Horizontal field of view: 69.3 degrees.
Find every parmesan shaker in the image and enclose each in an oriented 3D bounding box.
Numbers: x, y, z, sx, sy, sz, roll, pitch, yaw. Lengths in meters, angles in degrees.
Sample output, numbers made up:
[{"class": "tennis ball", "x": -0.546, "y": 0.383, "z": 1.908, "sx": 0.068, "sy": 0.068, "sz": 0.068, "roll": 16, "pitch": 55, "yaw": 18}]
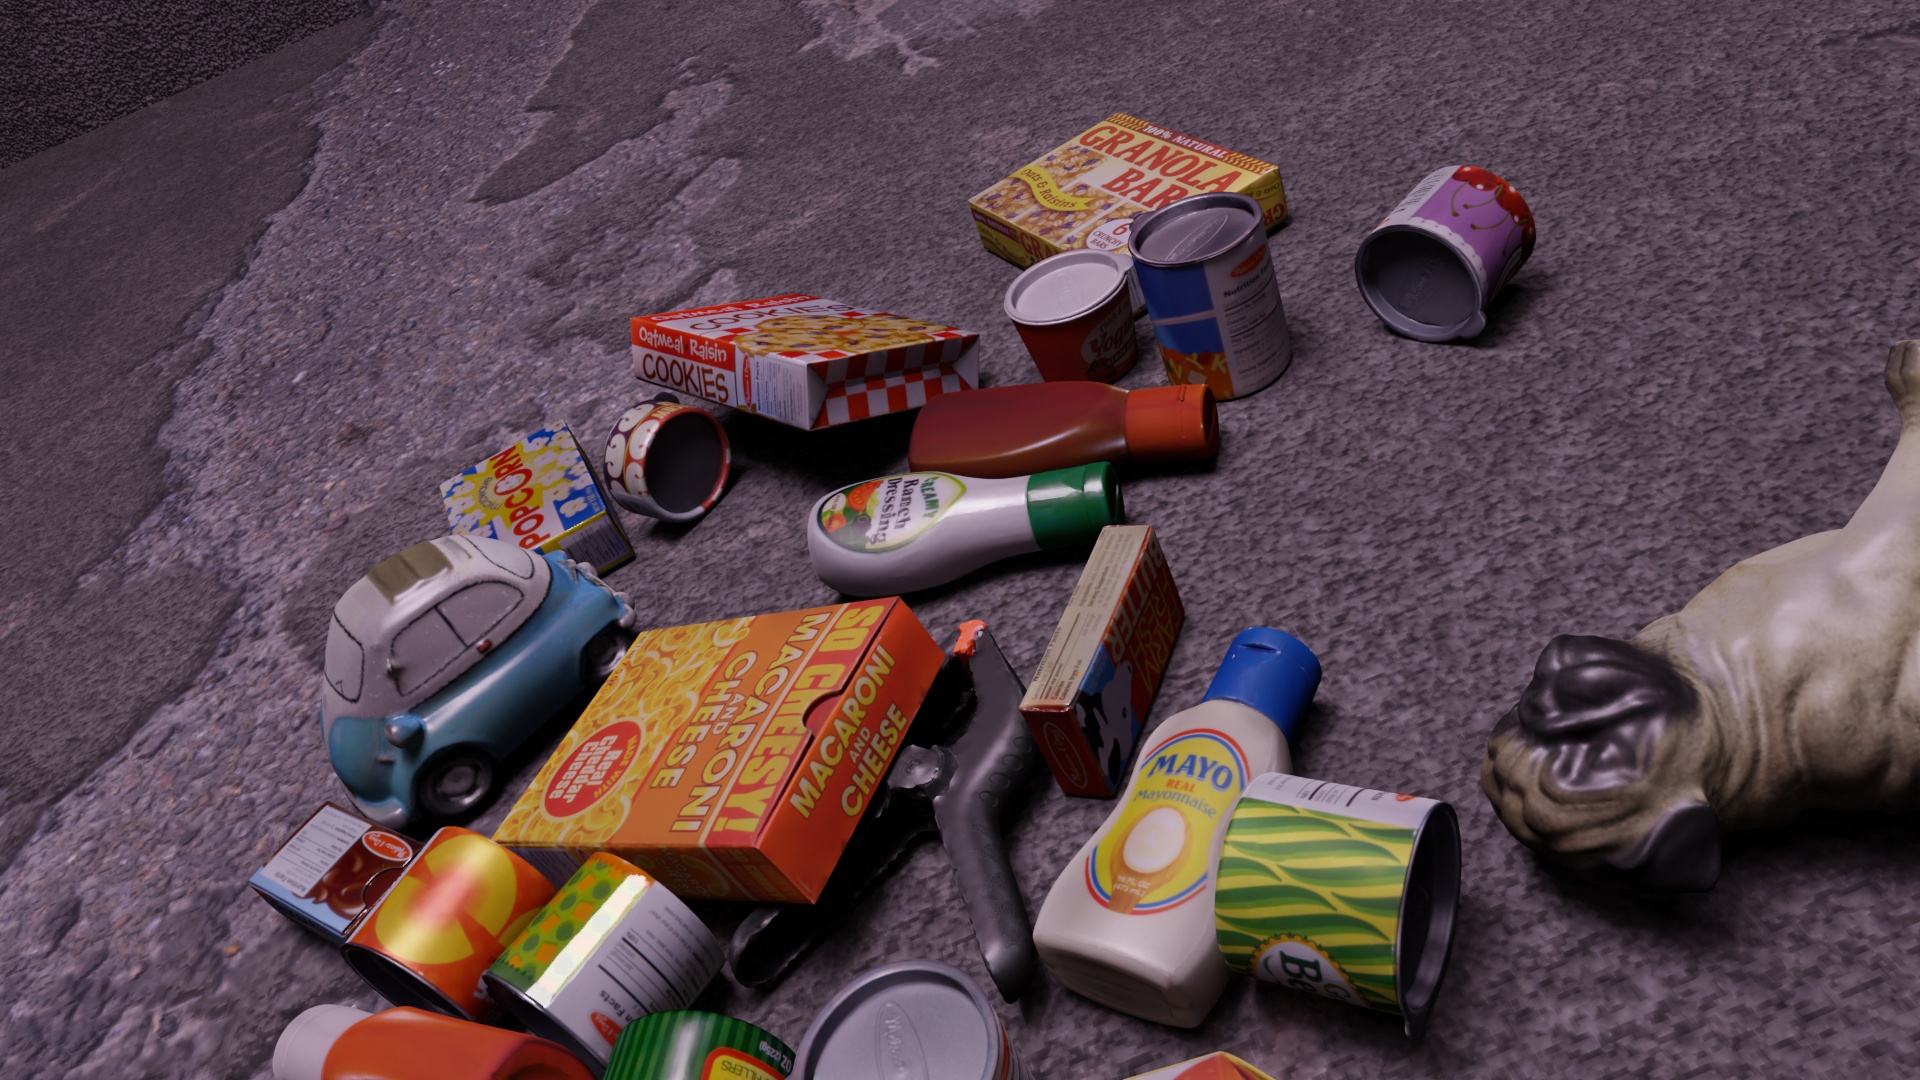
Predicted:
[{"class": "parmesan shaker", "x": -0.090, "y": 0.205, "z": 0.424, "sx": 0.071, "sy": 0.071, "sz": 0.103, "roll": -10, "pitch": 39, "yaw": 17}]

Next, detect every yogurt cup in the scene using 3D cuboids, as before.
[{"class": "yogurt cup", "x": 0.063, "y": -0.117, "z": 0.751, "sx": 0.072, "sy": 0.053, "sz": 0.073, "roll": -15, "pitch": 38, "yaw": 12}]

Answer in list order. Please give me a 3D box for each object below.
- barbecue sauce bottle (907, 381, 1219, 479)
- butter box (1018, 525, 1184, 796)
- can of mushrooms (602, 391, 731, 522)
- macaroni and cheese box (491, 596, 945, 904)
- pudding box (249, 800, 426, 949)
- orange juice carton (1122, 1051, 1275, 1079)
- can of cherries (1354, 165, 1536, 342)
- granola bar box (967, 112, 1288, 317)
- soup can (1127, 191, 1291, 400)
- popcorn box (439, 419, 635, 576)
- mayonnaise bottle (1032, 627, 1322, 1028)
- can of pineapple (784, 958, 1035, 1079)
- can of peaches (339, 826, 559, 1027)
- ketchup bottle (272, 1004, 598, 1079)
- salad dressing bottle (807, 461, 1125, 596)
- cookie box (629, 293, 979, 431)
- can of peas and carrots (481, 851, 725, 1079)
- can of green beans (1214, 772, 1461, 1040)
[{"class": "barbecue sauce bottle", "x": 0.051, "y": -0.053, "z": 0.688, "sx": 0.148, "sy": 0.043, "sz": 0.065, "roll": -4, "pitch": 41, "yaw": 23}, {"class": "butter box", "x": 0.059, "y": 0.046, "z": 0.555, "sx": 0.024, "sy": 0.053, "sz": 0.104, "roll": -1, "pitch": 42, "yaw": 32}, {"class": "can of mushrooms", "x": -0.162, "y": -0.046, "z": 0.772, "sx": 0.033, "sy": 0.070, "sz": 0.071, "roll": 13, "pitch": 50, "yaw": 37}, {"class": "macaroni and cheese box", "x": -0.102, "y": 0.086, "z": 0.573, "sx": 0.166, "sy": 0.040, "sz": 0.124, "roll": -10, "pitch": 37, "yaw": 39}, {"class": "pudding box", "x": -0.272, "y": 0.153, "z": 0.620, "sx": 0.084, "sy": 0.030, "sz": 0.050, "roll": 9, "pitch": 47, "yaw": 36}, {"class": "orange juice carton", "x": 0.034, "y": 0.199, "z": 0.366, "sx": 0.193, "sy": 0.071, "sz": 0.073, "roll": -19, "pitch": 38, "yaw": 6}, {"class": "can of cherries", "x": 0.238, "y": -0.138, "z": 0.678, "sx": 0.071, "sy": 0.071, "sz": 0.058, "roll": 19, "pitch": 53, "yaw": 42}, {"class": "granola bar box", "x": 0.098, "y": -0.201, "z": 0.848, "sx": 0.124, "sy": 0.039, "sz": 0.166, "roll": -33, "pitch": 38, "yaw": -11}, {"class": "soup can", "x": 0.125, "y": -0.123, "z": 0.701, "sx": 0.071, "sy": 0.083, "sz": 0.072, "roll": -15, "pitch": 37, "yaw": 12}, {"class": "popcorn box", "x": -0.246, "y": -0.012, "z": 0.800, "sx": 0.085, "sy": 0.038, "sz": 0.127, "roll": -31, "pitch": 37, "yaw": -8}, {"class": "mayonnaise bottle", "x": 0.085, "y": 0.095, "z": 0.491, "sx": 0.065, "sy": 0.041, "sz": 0.149, "roll": 7, "pitch": 47, "yaw": 36}, {"class": "can of pineapple", "x": -0.013, "y": 0.175, "z": 0.431, "sx": 0.071, "sy": 0.057, "sz": 0.071, "roll": -15, "pitch": 37, "yaw": 12}, {"class": "can of peaches", "x": -0.195, "y": 0.156, "z": 0.547, "sx": 0.071, "sy": 0.071, "sz": 0.058, "roll": 4, "pitch": 44, "yaw": 32}, {"class": "ketchup bottle", "x": -0.194, "y": 0.196, "z": 0.502, "sx": 0.148, "sy": 0.064, "sz": 0.044, "roll": -5, "pitch": 39, "yaw": 37}, {"class": "salad dressing bottle", "x": 0.002, "y": -0.008, "z": 0.659, "sx": 0.147, "sy": 0.043, "sz": 0.064, "roll": -9, "pitch": 42, "yaw": 19}, {"class": "cookie box", "x": -0.091, "y": -0.104, "z": 0.790, "sx": 0.123, "sy": 0.040, "sz": 0.167, "roll": -17, "pitch": 26, "yaw": -41}, {"class": "can of peas and carrots", "x": -0.131, "y": 0.157, "z": 0.510, "sx": 0.071, "sy": 0.070, "sz": 0.059, "roll": 12, "pitch": 49, "yaw": 38}, {"class": "can of green beans", "x": 0.119, "y": 0.110, "z": 0.435, "sx": 0.058, "sy": 0.071, "sz": 0.071, "roll": 5, "pitch": 45, "yaw": 34}]
